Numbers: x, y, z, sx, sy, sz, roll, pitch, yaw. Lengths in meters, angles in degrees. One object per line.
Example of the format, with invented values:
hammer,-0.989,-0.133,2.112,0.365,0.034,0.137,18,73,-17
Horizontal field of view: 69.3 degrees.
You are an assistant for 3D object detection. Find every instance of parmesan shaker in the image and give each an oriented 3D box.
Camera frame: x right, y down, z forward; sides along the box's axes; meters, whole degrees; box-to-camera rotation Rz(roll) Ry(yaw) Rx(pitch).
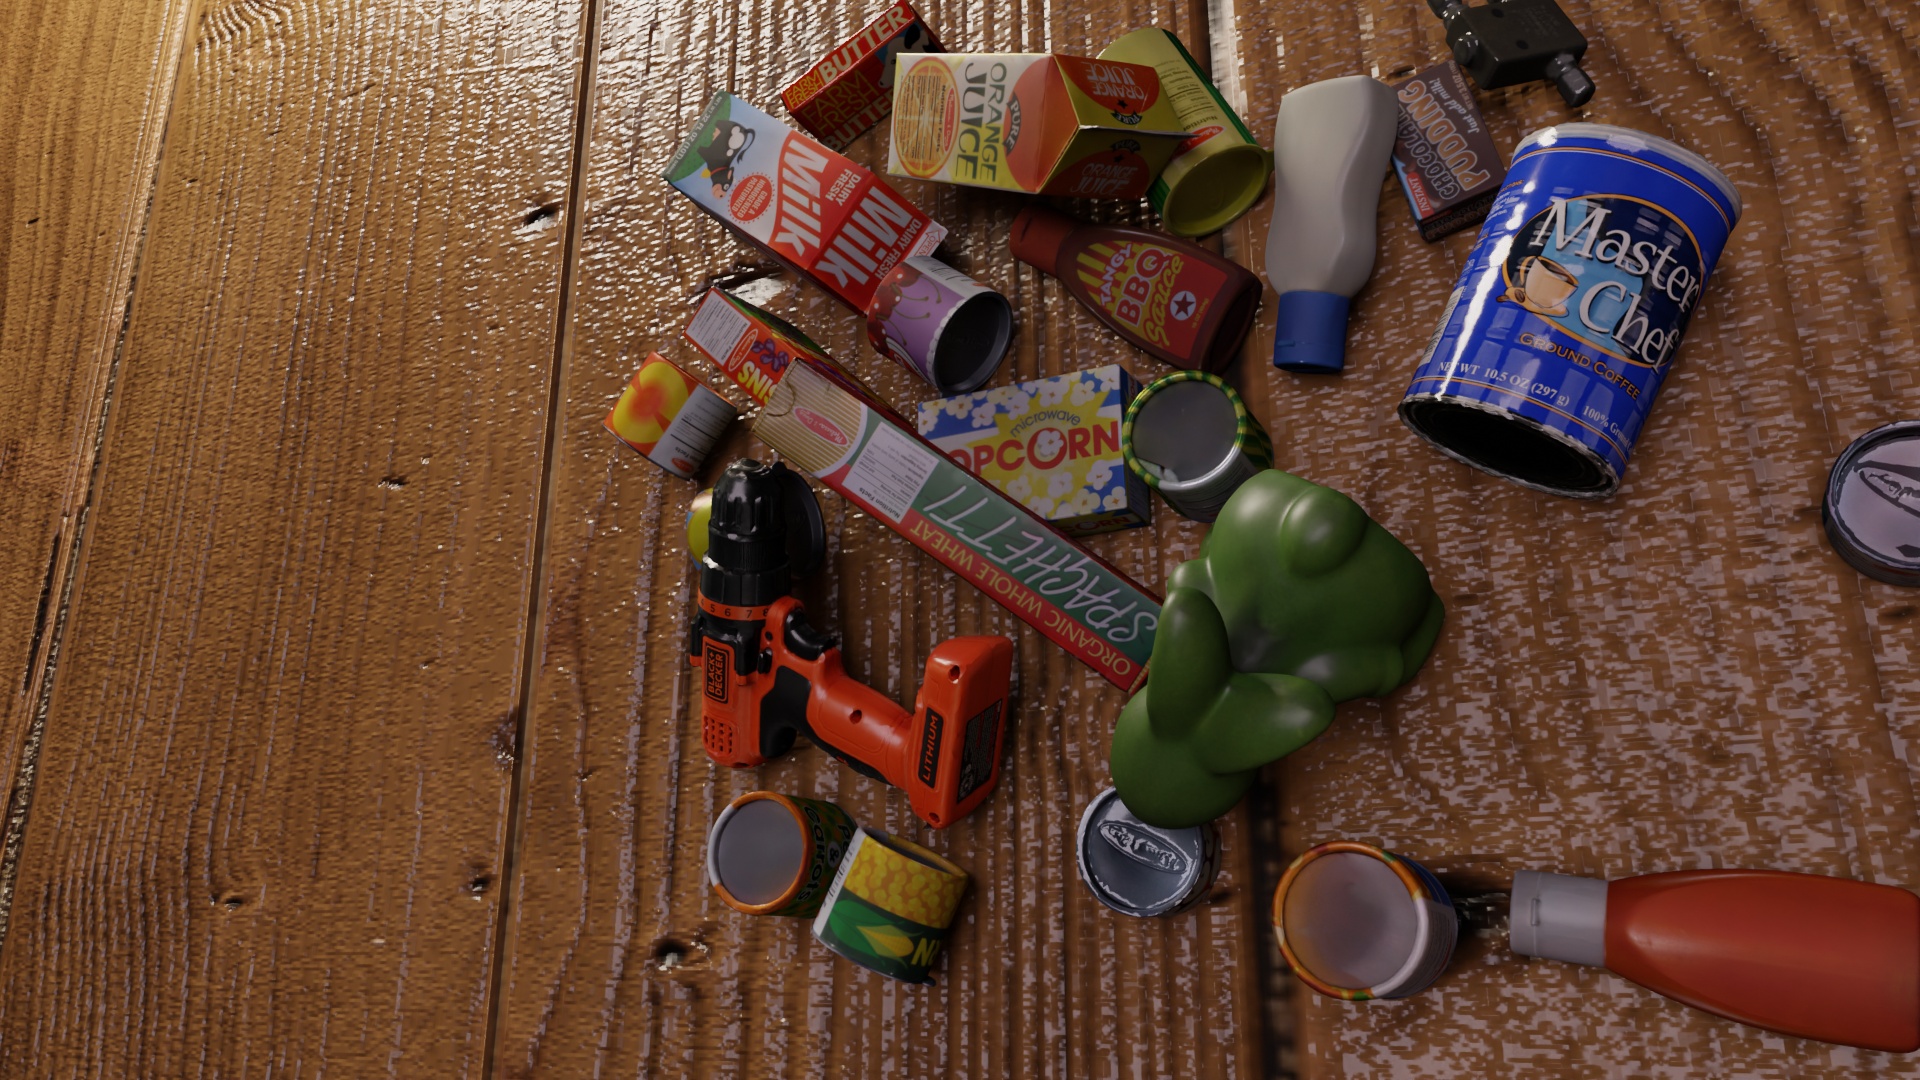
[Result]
parmesan shaker,0.122,-0.232,0.782,0.071,0.071,0.103,-34,61,14

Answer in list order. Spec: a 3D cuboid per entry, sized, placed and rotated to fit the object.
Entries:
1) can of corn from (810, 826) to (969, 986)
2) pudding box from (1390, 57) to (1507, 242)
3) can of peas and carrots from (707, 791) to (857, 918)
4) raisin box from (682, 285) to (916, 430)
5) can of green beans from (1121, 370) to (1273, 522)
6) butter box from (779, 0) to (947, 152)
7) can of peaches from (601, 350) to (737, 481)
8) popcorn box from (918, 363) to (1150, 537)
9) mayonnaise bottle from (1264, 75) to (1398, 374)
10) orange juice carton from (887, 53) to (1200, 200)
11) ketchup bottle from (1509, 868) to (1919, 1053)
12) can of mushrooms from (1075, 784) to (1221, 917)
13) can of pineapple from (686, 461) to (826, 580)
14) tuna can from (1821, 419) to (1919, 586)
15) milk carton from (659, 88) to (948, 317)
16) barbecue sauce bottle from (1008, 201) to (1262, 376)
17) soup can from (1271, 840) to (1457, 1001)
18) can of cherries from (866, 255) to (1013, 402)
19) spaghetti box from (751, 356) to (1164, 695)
can of corn,-0.034,0.190,0.724,0.071,0.071,0.058,21,84,30
pudding box,0.251,-0.204,0.729,0.049,0.030,0.084,-21,65,20
can of peas and carrots,-0.094,0.173,0.763,0.071,0.058,0.071,-8,71,25
raisin box,-0.096,-0.096,0.835,0.123,0.086,0.040,41,100,30
can of green beans,0.124,-0.049,0.726,0.071,0.058,0.071,-8,70,24
butter box,-0.061,-0.300,0.903,0.103,0.053,0.024,-33,61,14
can of peaches,-0.186,-0.081,0.886,0.071,0.071,0.058,36,91,31
popcorn box,0.039,-0.043,0.778,0.126,0.038,0.085,-9,70,24
mayonnaise bottle,0.190,-0.163,0.726,0.064,0.041,0.148,6,88,54
orange juice carton,0.041,-0.230,0.770,0.193,0.072,0.072,25,115,51
ketchup bottle,0.308,0.165,0.574,0.149,0.043,0.065,3,74,27
can of mushrooms,0.095,0.151,0.690,0.071,0.033,0.071,-8,70,25
can of pineapple,-0.122,-0.007,0.830,0.058,0.071,0.071,-13,69,23
tuna can,0.406,-0.017,0.589,0.071,0.033,0.071,-8,71,24
milk carton,-0.094,-0.206,0.877,0.191,0.073,0.072,37,92,30
barbecue sauce bottle,0.093,-0.148,0.781,0.149,0.044,0.064,34,107,31
soup can,0.177,0.168,0.615,0.071,0.083,0.071,-8,71,25
can of cherries,-0.014,-0.124,0.815,0.058,0.071,0.071,34,91,31
spaghetti box,0.003,-0.009,0.738,0.250,0.029,0.050,35,100,9
